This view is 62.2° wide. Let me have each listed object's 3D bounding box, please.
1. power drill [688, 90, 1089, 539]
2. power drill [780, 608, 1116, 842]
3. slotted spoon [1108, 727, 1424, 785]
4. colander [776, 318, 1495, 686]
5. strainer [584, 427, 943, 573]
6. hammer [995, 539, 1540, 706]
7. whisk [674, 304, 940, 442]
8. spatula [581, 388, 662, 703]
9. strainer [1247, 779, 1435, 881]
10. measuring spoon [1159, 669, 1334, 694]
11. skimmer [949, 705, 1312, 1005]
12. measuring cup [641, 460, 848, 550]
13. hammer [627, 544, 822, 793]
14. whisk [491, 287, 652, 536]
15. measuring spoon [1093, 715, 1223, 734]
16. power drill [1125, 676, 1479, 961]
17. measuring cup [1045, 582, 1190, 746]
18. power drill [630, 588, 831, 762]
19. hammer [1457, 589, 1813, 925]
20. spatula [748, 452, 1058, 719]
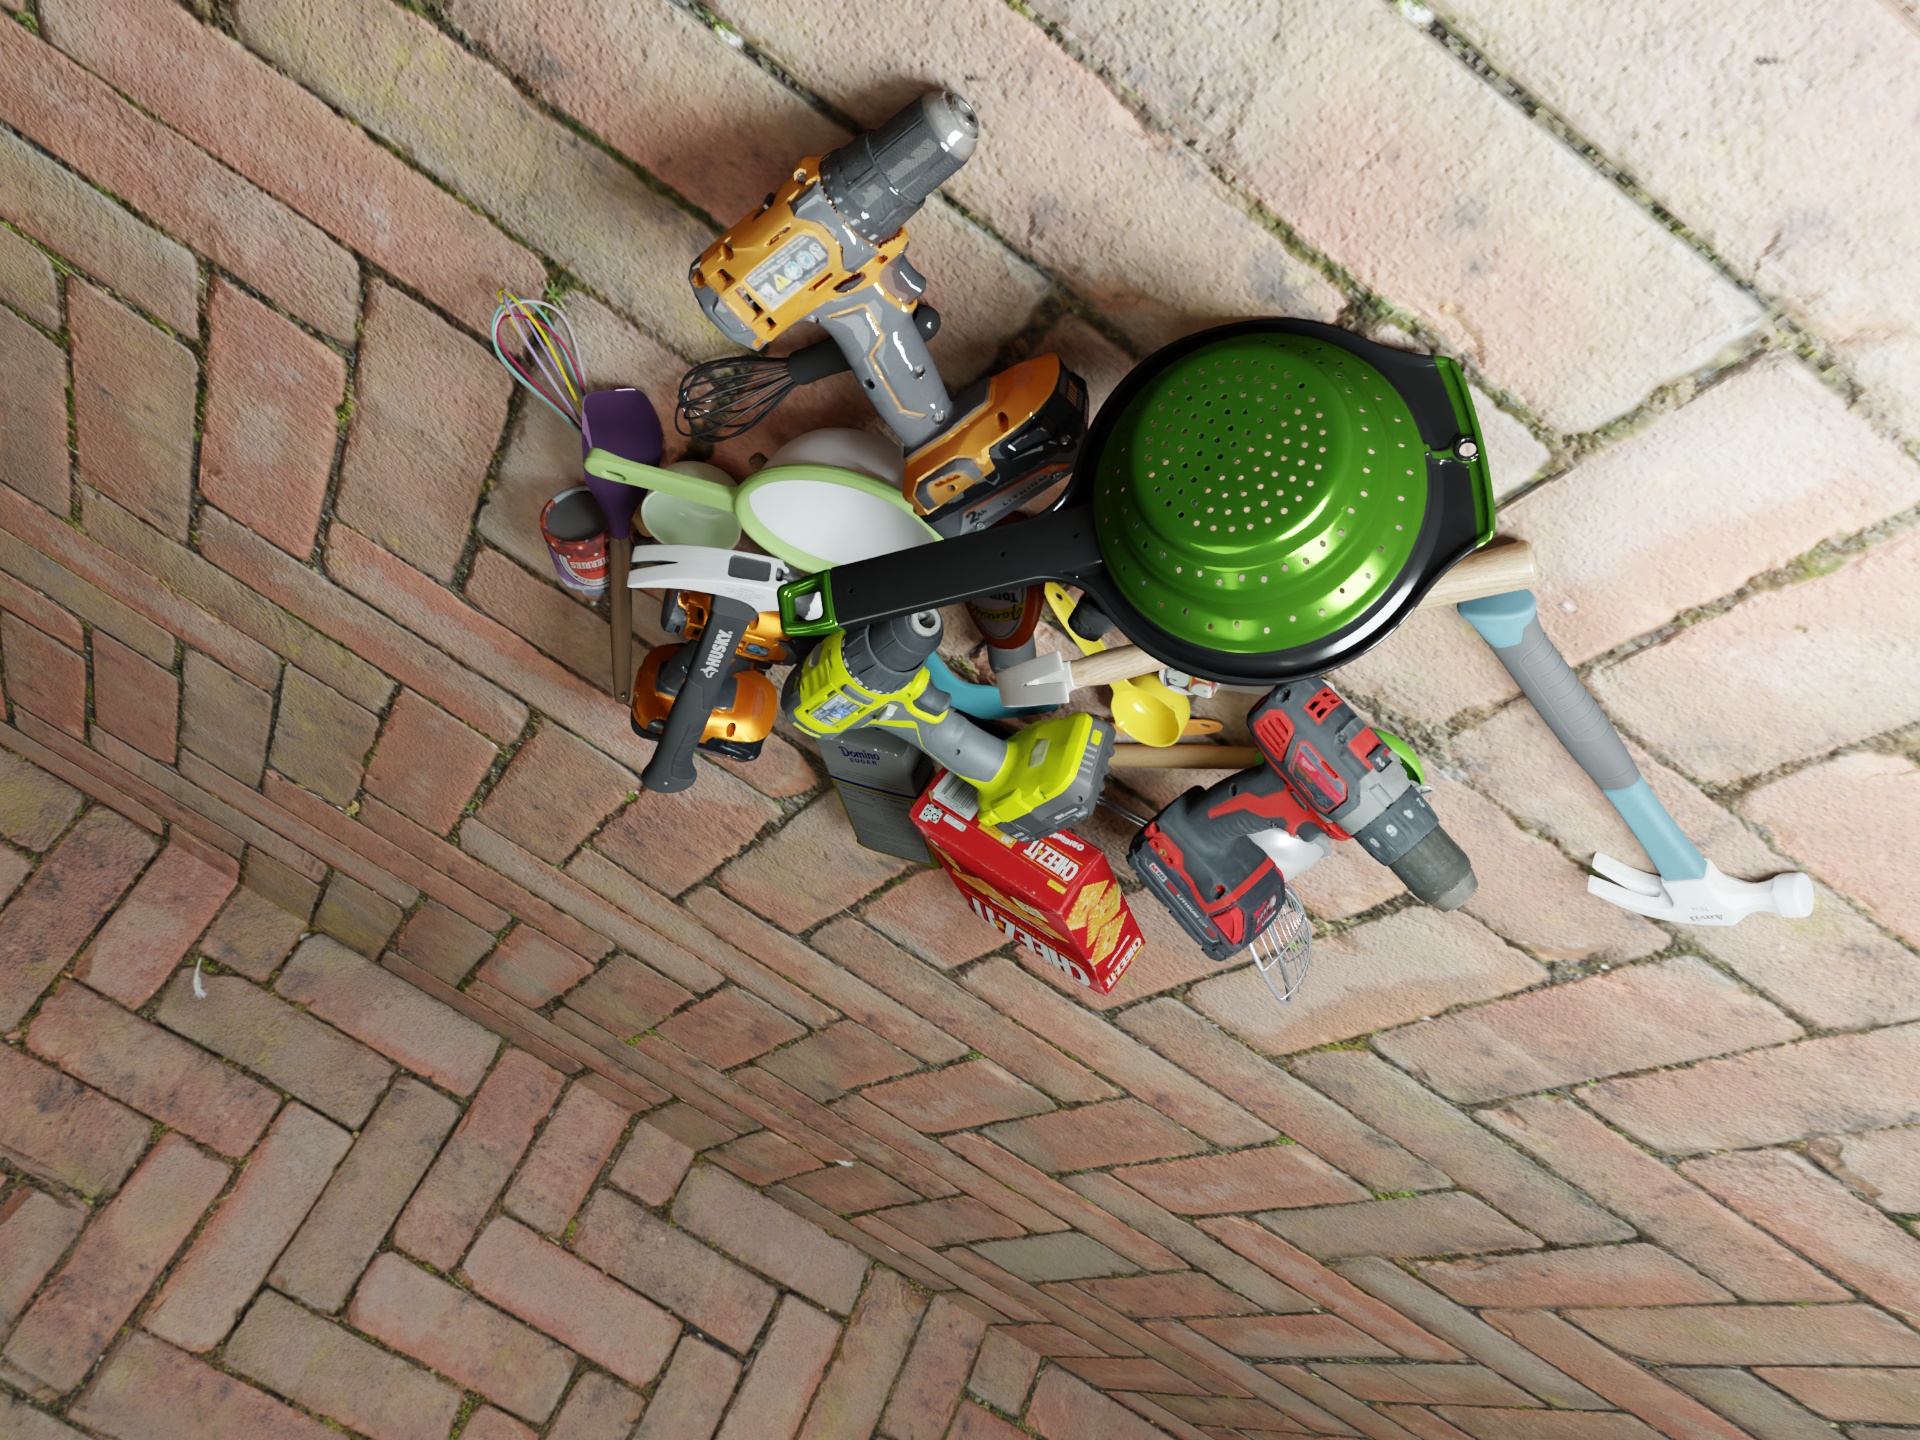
[{"bbox_3d":[-0.016,-0.229,0.908,0.185,0.084,0.226,-30,121,29],"label":"power drill"},{"bbox_3d":[-0.002,-0.004,1.176,0.228,0.080,0.190,29,151,-19],"label":"power drill"},{"bbox_3d":[0.202,0.026,1.195,0.314,0.031,0.070,0,142,41],"label":"slotted spoon"},{"bbox_3d":[0.071,-0.109,0.836,0.397,0.205,0.094,-12,166,16],"label":"colander"},{"bbox_3d":[-0.125,-0.167,1.089,0.256,0.069,0.151,14,159,2],"label":"strainer"},{"bbox_3d":[0.178,-0.055,0.964,0.331,0.130,0.031,-13,91,20],"label":"hammer"},{"bbox_3d":[-0.105,-0.227,1.033,0.239,0.055,0.055,-9,134,40],"label":"whisk"},{"bbox_3d":[-0.267,-0.128,1.256,0.059,0.018,0.315,-7,137,-18],"label":"spatula"},{"bbox_3d":[0.268,0.083,1.180,0.086,0.050,0.258,19,157,-15],"label":"strainer"},{"bbox_3d":[0.202,-0.032,1.123,0.124,0.018,0.034,5,141,21],"label":"measuring spoon"},{"bbox_3d":[0.130,0.106,1.306,0.363,0.127,0.090,28,106,7],"label":"skimmer"},{"bbox_3d":[-0.157,-0.167,1.184,0.167,0.038,0.083,-8,141,20],"label":"measuring cup"},{"bbox_3d":[-0.207,-0.029,1.240,0.146,0.035,0.334,13,148,-15],"label":"hammer"},{"bbox_3d":[-0.279,-0.221,1.182,0.047,0.051,0.244,5,146,23],"label":"whisk"},{"bbox_3d":[0.148,0.002,1.219,0.117,0.011,0.021,-1,150,34],"label":"measuring spoon"},{"bbox_3d":[0.238,0.088,1.121,0.188,0.080,0.226,49,141,8],"label":"power drill"},{"bbox_3d":[0.113,-0.047,1.163,0.062,0.029,0.156,-17,116,51],"label":"measuring cup"},{"bbox_3d":[-0.179,-0.045,1.314,0.164,0.084,0.226,15,151,-16],"label":"power drill"},{"bbox_3d":[0.419,0.029,1.022,0.128,0.033,0.330,-13,131,46],"label":"hammer"},{"bbox_3d":[-0.049,-0.090,1.200,0.082,0.044,0.317,-9,133,45],"label":"spatula"}]
